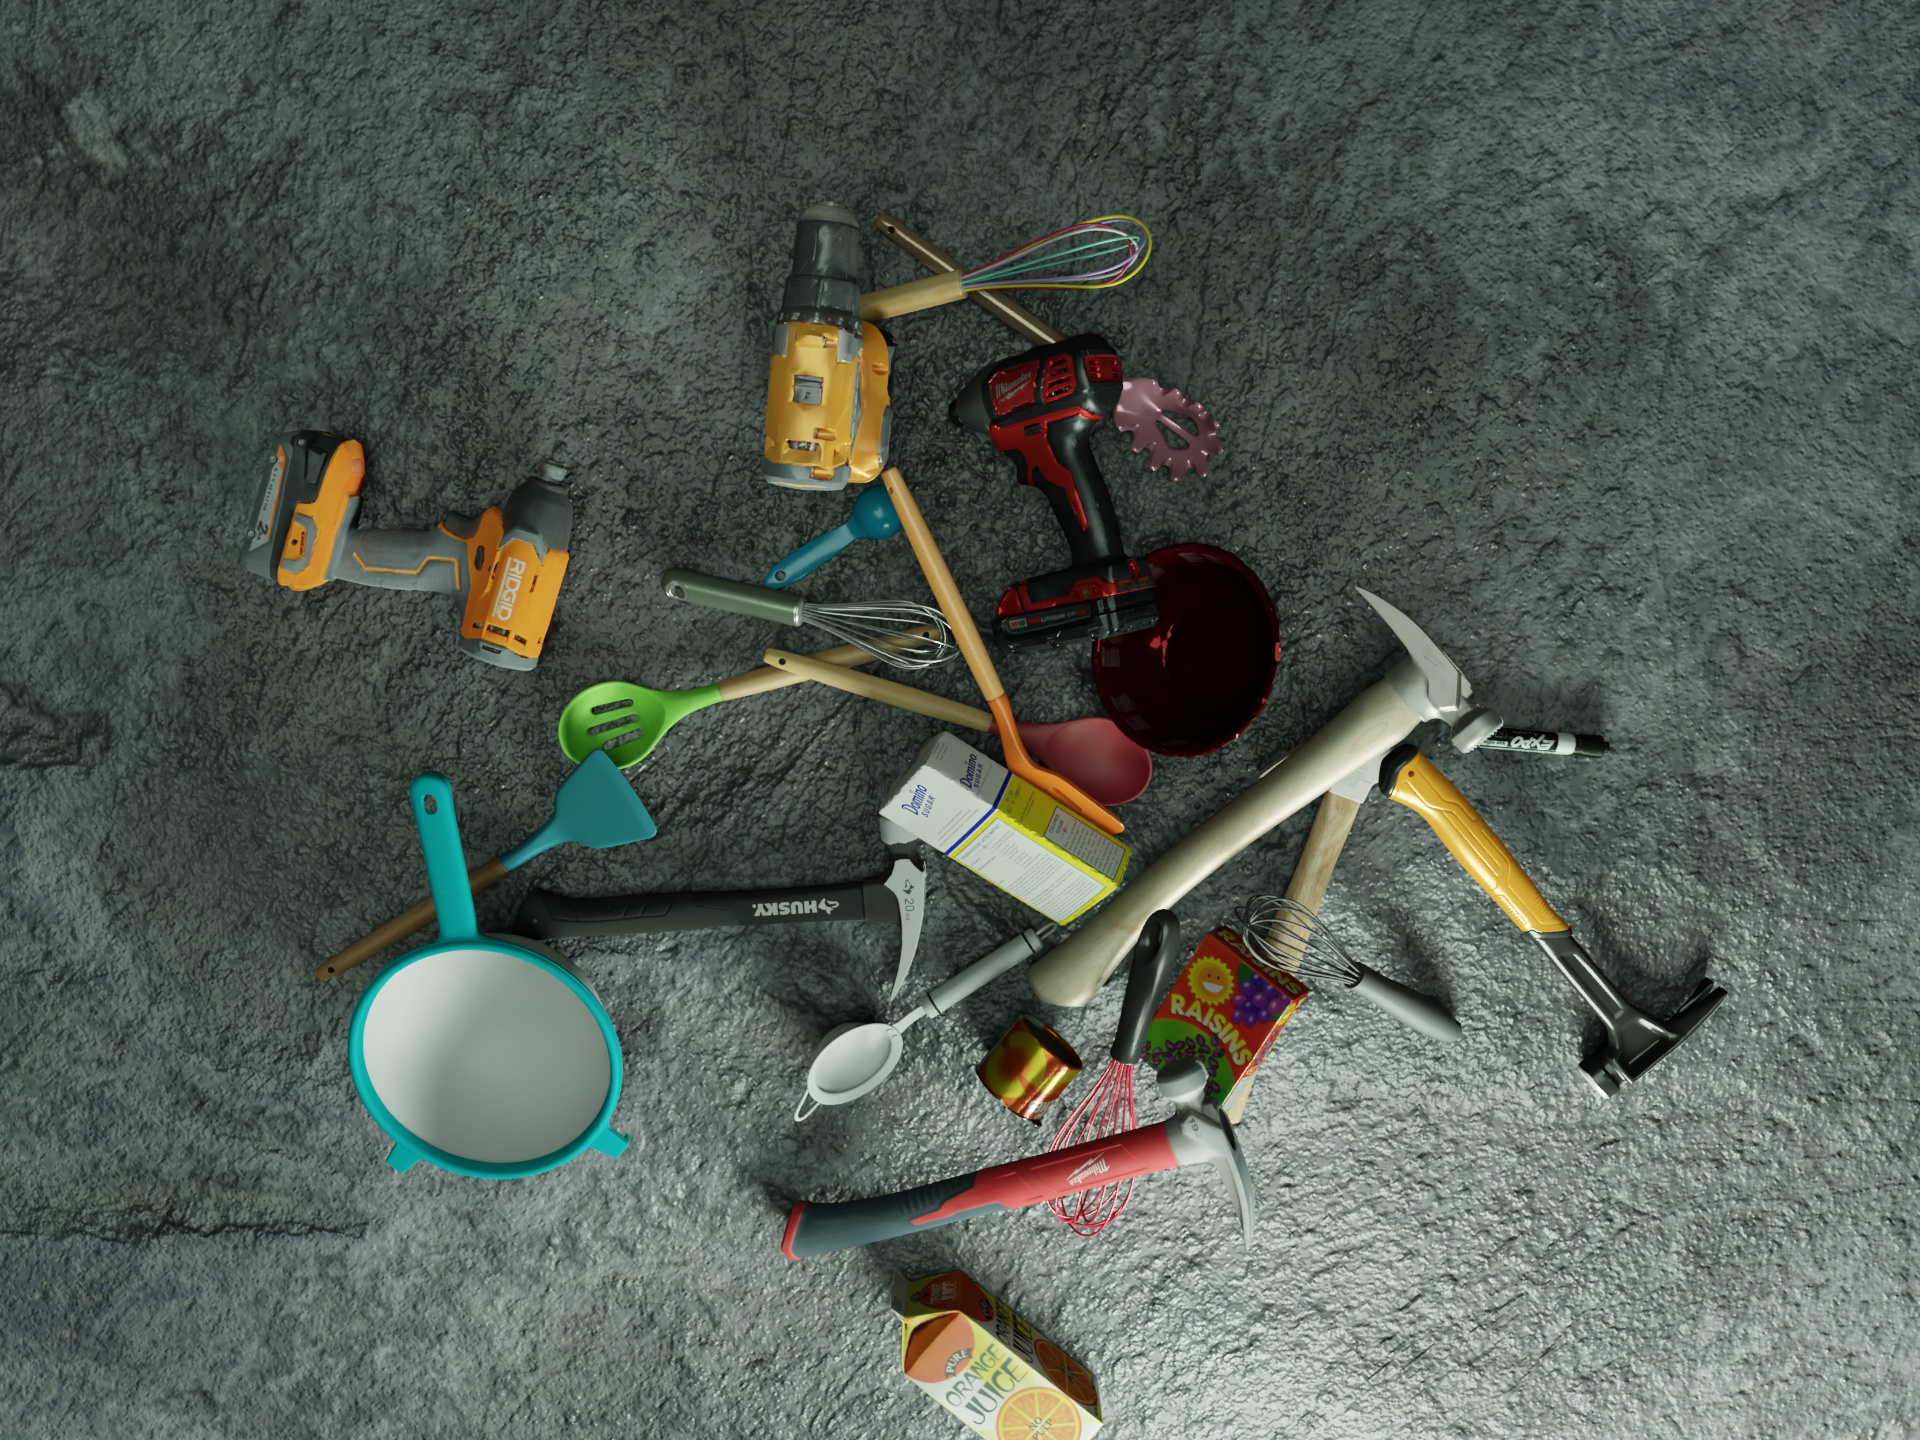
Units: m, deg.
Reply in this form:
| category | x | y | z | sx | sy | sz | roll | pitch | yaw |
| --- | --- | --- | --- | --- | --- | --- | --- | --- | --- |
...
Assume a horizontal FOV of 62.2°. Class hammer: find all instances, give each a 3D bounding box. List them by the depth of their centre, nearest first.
| category | x | y | z | sx | sy | sz | roll | pitch | yaw |
| --- | --- | --- | --- | --- | --- | --- | --- | --- | --- |
| hammer | 0.203 | 0.076 | 1.220 | 0.410 | 0.038 | 0.146 | -42 | 75 | 17 |
| hammer | 0.447 | 0.141 | 1.234 | 0.127 | 0.034 | 0.336 | -42 | 101 | 7 |
| hammer | 0.034 | 0.379 | 1.241 | 0.386 | 0.038 | 0.143 | -21 | 93 | 21 |
| hammer | 0.260 | 0.165 | 1.264 | 0.130 | 0.031 | 0.331 | 20 | 98 | -1 |
| hammer | -0.193 | 0.157 | 1.276 | 0.335 | 0.035 | 0.146 | -4 | 96 | 3 |

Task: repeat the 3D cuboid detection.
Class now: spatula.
| category | x | y | z | sx | sy | sz | roll | pitch | yaw |
| --- | --- | --- | --- | --- | --- | --- | --- | --- | --- |
| spatula | 0.022 | -0.043 | 1.191 | 0.041 | 0.081 | 0.322 | -34 | 103 | -39 |
| spatula | -0.390 | 0.130 | 1.275 | 0.317 | 0.044 | 0.082 | -31 | 101 | 6 |

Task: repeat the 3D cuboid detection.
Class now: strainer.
| category | x | y | z | sx | sy | sz | roll | pitch | yaw |
| --- | --- | --- | --- | --- | --- | --- | --- | --- | --- |
| strainer | -0.370 | 0.188 | 1.239 | 0.211 | 0.095 | 0.340 | -5 | 108 | 3 |
| strainer | -0.032 | 0.233 | 1.278 | 0.258 | 0.050 | 0.086 | -32 | 138 | -1 |

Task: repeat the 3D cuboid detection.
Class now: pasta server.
| category | x | y | z | sx | sy | sz | roll | pitch | yaw |
| --- | --- | --- | --- | --- | --- | --- | --- | --- | --- |
| pasta server | 0.066 | -0.289 | 1.210 | 0.316 | 0.040 | 0.060 | 35 | 112 | -1 |

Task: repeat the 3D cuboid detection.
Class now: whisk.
| category | x | y | z | sx | sy | sz | roll | pitch | yaw |
| --- | --- | --- | --- | --- | --- | --- | --- | --- | --- |
| whisk | 0.022 | -0.326 | 1.178 | 0.245 | 0.051 | 0.047 | -9 | 109 | 21 |
| whisk | -0.116 | -0.084 | 1.232 | 0.246 | 0.059 | 0.057 | 13 | 135 | 9 |
| whisk | 0.304 | 0.197 | 1.234 | 0.238 | 0.055 | 0.055 | 30 | 98 | -23 |
| whisk | 0.122 | 0.278 | 1.243 | 0.073 | 0.073 | 0.295 | 14 | 109 | 0 |

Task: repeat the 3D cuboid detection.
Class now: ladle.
| category | x | y | z | sx | sy | sz | roll | pitch | yaw |
| --- | --- | --- | --- | --- | --- | --- | --- | --- | --- |
| ladle | -0.002 | -0.004 | 1.243 | 0.315 | 0.031 | 0.069 | 17 | 101 | -4 |

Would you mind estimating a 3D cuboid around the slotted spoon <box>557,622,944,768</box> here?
| category | x | y | z | sx | sy | sz | roll | pitch | yaw |
| --- | --- | --- | --- | --- | --- | --- | --- | --- | --- |
| slotted spoon | -0.164 | -0.028 | 1.257 | 0.314 | 0.031 | 0.070 | -16 | 97 | 2 |

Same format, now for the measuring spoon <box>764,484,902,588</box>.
| category | x | y | z | sx | sy | sz | roll | pitch | yaw |
| --- | --- | --- | --- | --- | --- | --- | --- | --- | --- |
| measuring spoon | -0.100 | -0.139 | 1.242 | 0.128 | 0.021 | 0.042 | -32 | 95 | 4 |

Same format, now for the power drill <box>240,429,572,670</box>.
| category | x | y | z | sx | sy | sz | roll | pitch | yaw |
| --- | --- | --- | --- | --- | --- | --- | --- | --- | --- |
| power drill | -0.414 | -0.149 | 1.225 | 0.226 | 0.084 | 0.164 | 19 | 97 | -5 |

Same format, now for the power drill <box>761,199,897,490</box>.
| category | x | y | z | sx | sy | sz | roll | pitch | yaw |
| --- | --- | --- | --- | --- | --- | --- | --- | --- | --- |
| power drill | -0.092 | -0.255 | 1.124 | 0.084 | 0.226 | 0.185 | 6 | 97 | 1 |

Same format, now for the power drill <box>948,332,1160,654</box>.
| category | x | y | z | sx | sy | sz | roll | pitch | yaw |
| --- | --- | --- | --- | --- | --- | --- | --- | --- | --- |
| power drill | 0.065 | -0.166 | 1.190 | 0.143 | 0.078 | 0.219 | -8 | 95 | 39 |
